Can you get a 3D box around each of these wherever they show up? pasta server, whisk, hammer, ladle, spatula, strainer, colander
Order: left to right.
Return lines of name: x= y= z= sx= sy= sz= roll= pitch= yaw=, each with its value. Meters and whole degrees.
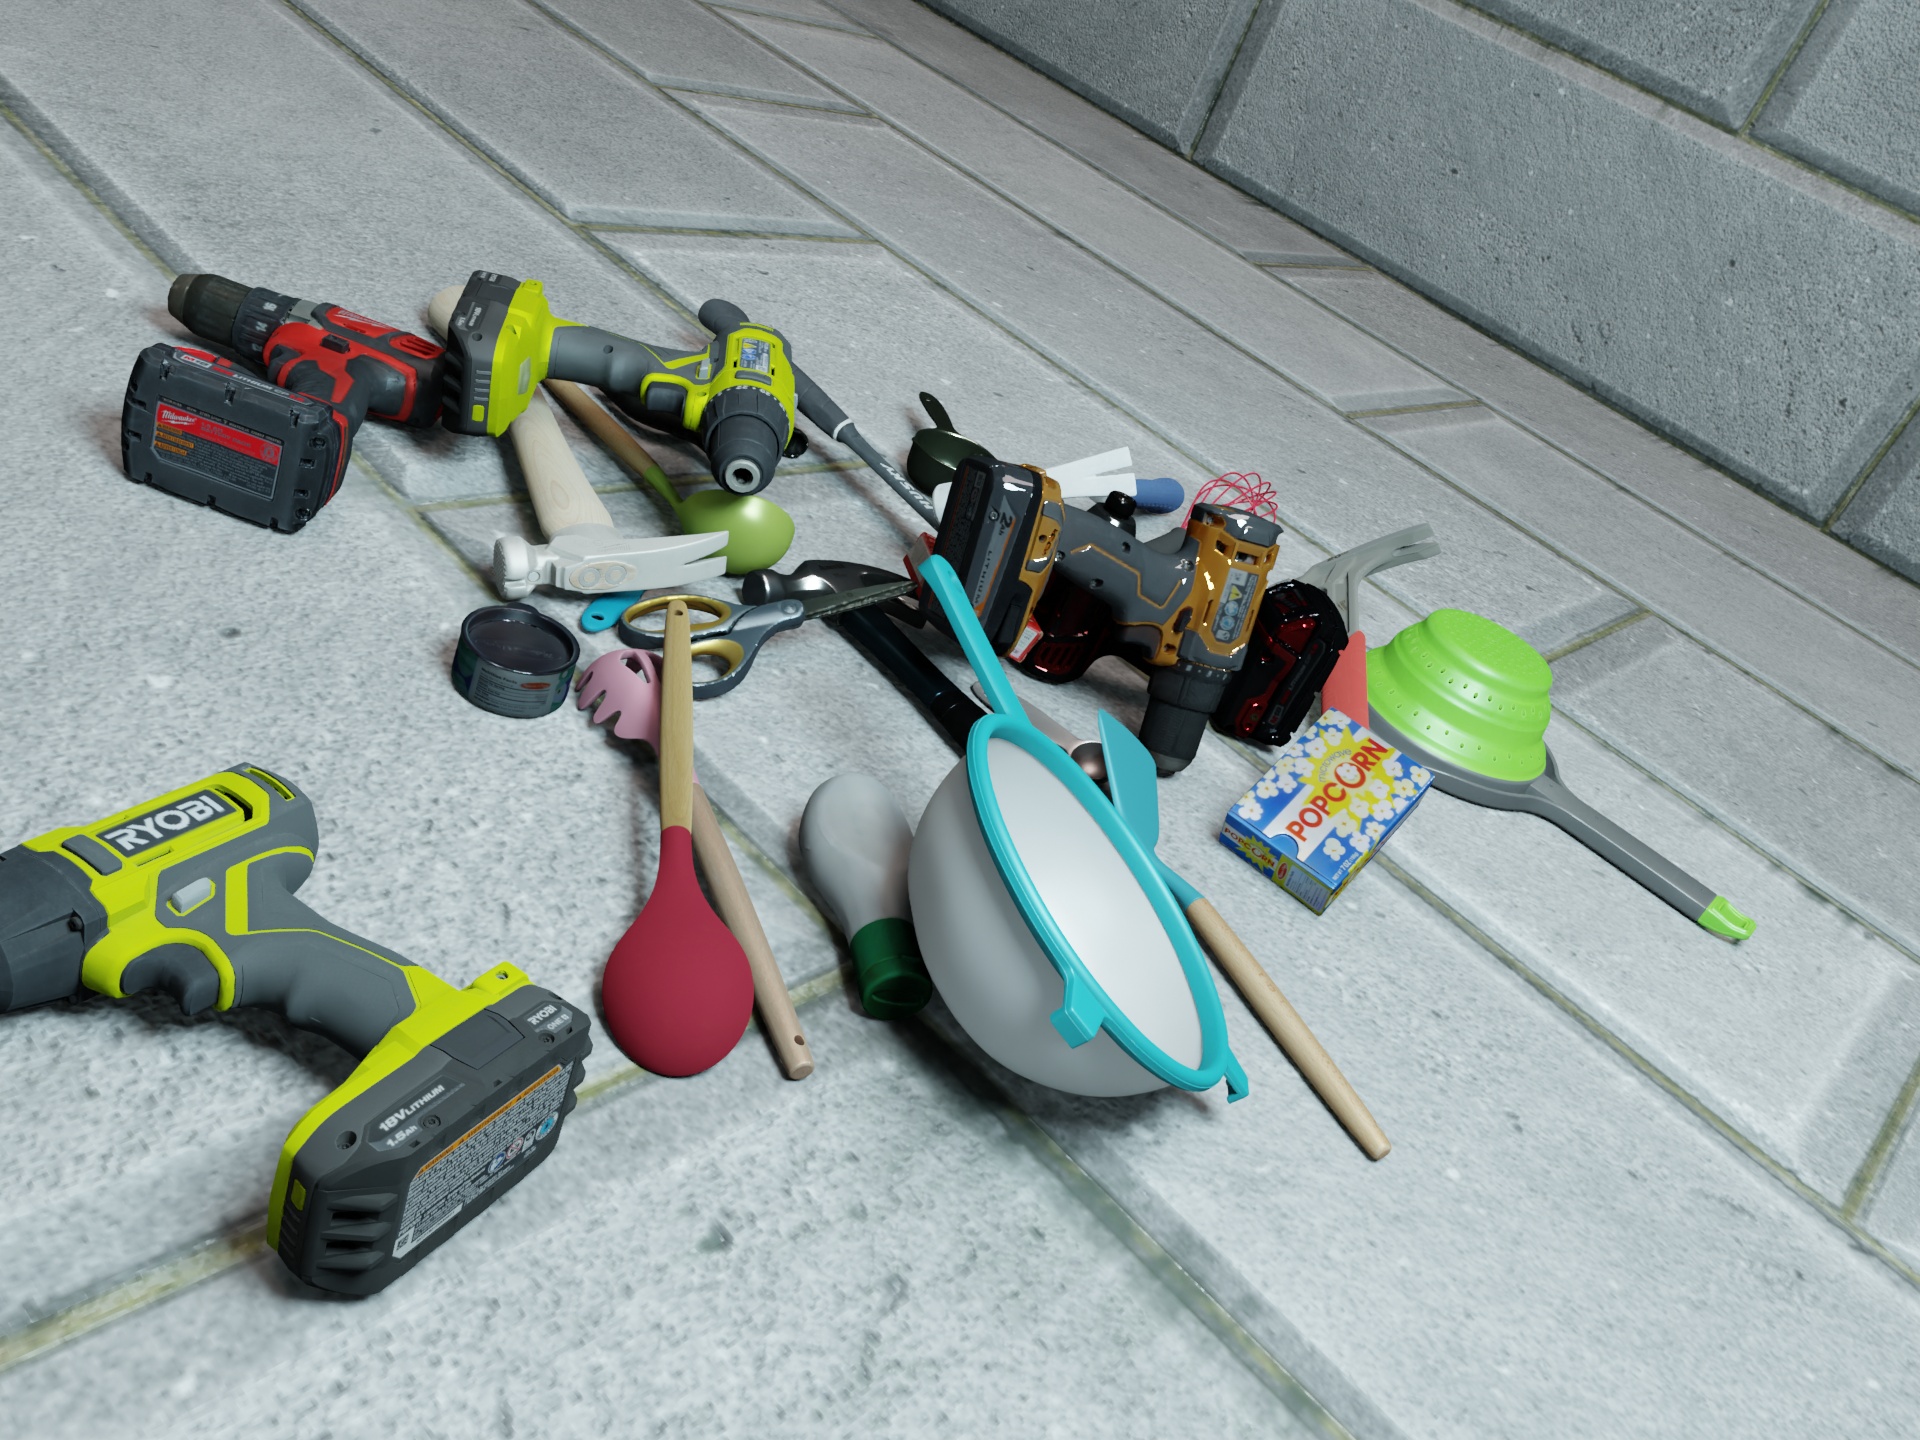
hammer: x=-0.295 y=-0.211 z=1.123 sx=0.146 sy=0.038 sz=0.411 roll=-8 pitch=40 yaw=-26
ladle: x=-0.228 y=-0.201 z=1.157 sx=0.320 sy=0.062 sz=0.078 roll=43 pitch=-1 yaw=35
ladle: x=-0.144 y=0.041 z=0.815 sx=0.069 sy=0.031 sz=0.316 roll=2 pitch=43 yaw=-12
pasta server: x=-0.138 y=0.062 z=0.839 sx=0.060 sy=0.040 sz=0.317 roll=2 pitch=41 yaw=-34
hammer: x=-0.087 y=-0.221 z=1.267 sx=0.409 sy=0.036 sz=0.149 roll=46 pitch=26 yaw=28
hammer: x=-0.002 y=-0.003 z=1.029 sx=0.128 sy=0.033 sz=0.331 roll=-12 pitch=46 yaw=-43
strainer: x=0.016 y=0.059 z=0.830 sx=0.210 sy=0.095 sz=0.341 roll=32 pitch=28 yaw=-52
hammer: x=0.120 y=-0.186 z=1.299 sx=0.144 sy=0.035 sz=0.405 roll=-8 pitch=4 yaw=23
whisk: x=0.205 y=-0.166 z=1.415 sx=0.073 sy=0.073 sz=0.296 roll=36 pitch=38 yaw=19
spatula: x=0.161 y=0.121 z=0.939 sx=0.082 sy=0.044 sz=0.318 roll=38 pitch=14 yaw=-50
hammer: x=0.308 y=-0.039 z=1.240 sx=0.036 sy=0.149 sz=0.359 roll=57 pitch=27 yaw=-24
colander: x=0.471 y=0.021 z=1.269 sx=0.397 sy=0.094 sz=0.204 roll=39 pitch=33 yaw=23

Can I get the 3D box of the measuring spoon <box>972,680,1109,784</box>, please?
measuring spoon: x=0.055 y=0.009 z=1.073 sx=0.124 sy=0.018 sz=0.034 roll=34 pitch=53 yaw=28

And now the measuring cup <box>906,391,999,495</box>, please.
measuring cup: x=-0.019 y=-0.239 z=1.384 sx=0.083 sy=0.038 sz=0.168 roll=11 pitch=31 yaw=-22

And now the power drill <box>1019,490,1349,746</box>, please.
power drill: x=0.158 y=-0.074 z=1.149 sx=0.219 sy=0.143 sz=0.079 roll=18 pitch=26 yaw=-16

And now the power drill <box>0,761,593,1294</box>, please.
power drill: x=-0.273 y=0.111 z=0.616 sx=0.223 sy=0.080 sz=0.171 roll=30 pitch=29 yaw=16

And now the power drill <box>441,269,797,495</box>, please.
power drill: x=-0.223 y=-0.222 z=1.068 sx=0.228 sy=0.080 sz=0.191 roll=9 pitch=34 yaw=-11

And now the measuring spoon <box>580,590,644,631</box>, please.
measuring spoon: x=-0.212 y=-0.090 z=1.023 sx=0.042 sy=0.021 sz=0.129 roll=24 pitch=28 yaw=0

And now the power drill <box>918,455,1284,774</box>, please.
power drill: x=0.091 y=-0.067 z=1.047 sx=0.226 sy=0.185 sz=0.084 roll=11 pitch=12 yaw=-24

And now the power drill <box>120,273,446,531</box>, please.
power drill: x=-0.443 y=-0.217 z=1.009 sx=0.188 sy=0.080 sz=0.227 roll=20 pitch=28 yaw=-8
